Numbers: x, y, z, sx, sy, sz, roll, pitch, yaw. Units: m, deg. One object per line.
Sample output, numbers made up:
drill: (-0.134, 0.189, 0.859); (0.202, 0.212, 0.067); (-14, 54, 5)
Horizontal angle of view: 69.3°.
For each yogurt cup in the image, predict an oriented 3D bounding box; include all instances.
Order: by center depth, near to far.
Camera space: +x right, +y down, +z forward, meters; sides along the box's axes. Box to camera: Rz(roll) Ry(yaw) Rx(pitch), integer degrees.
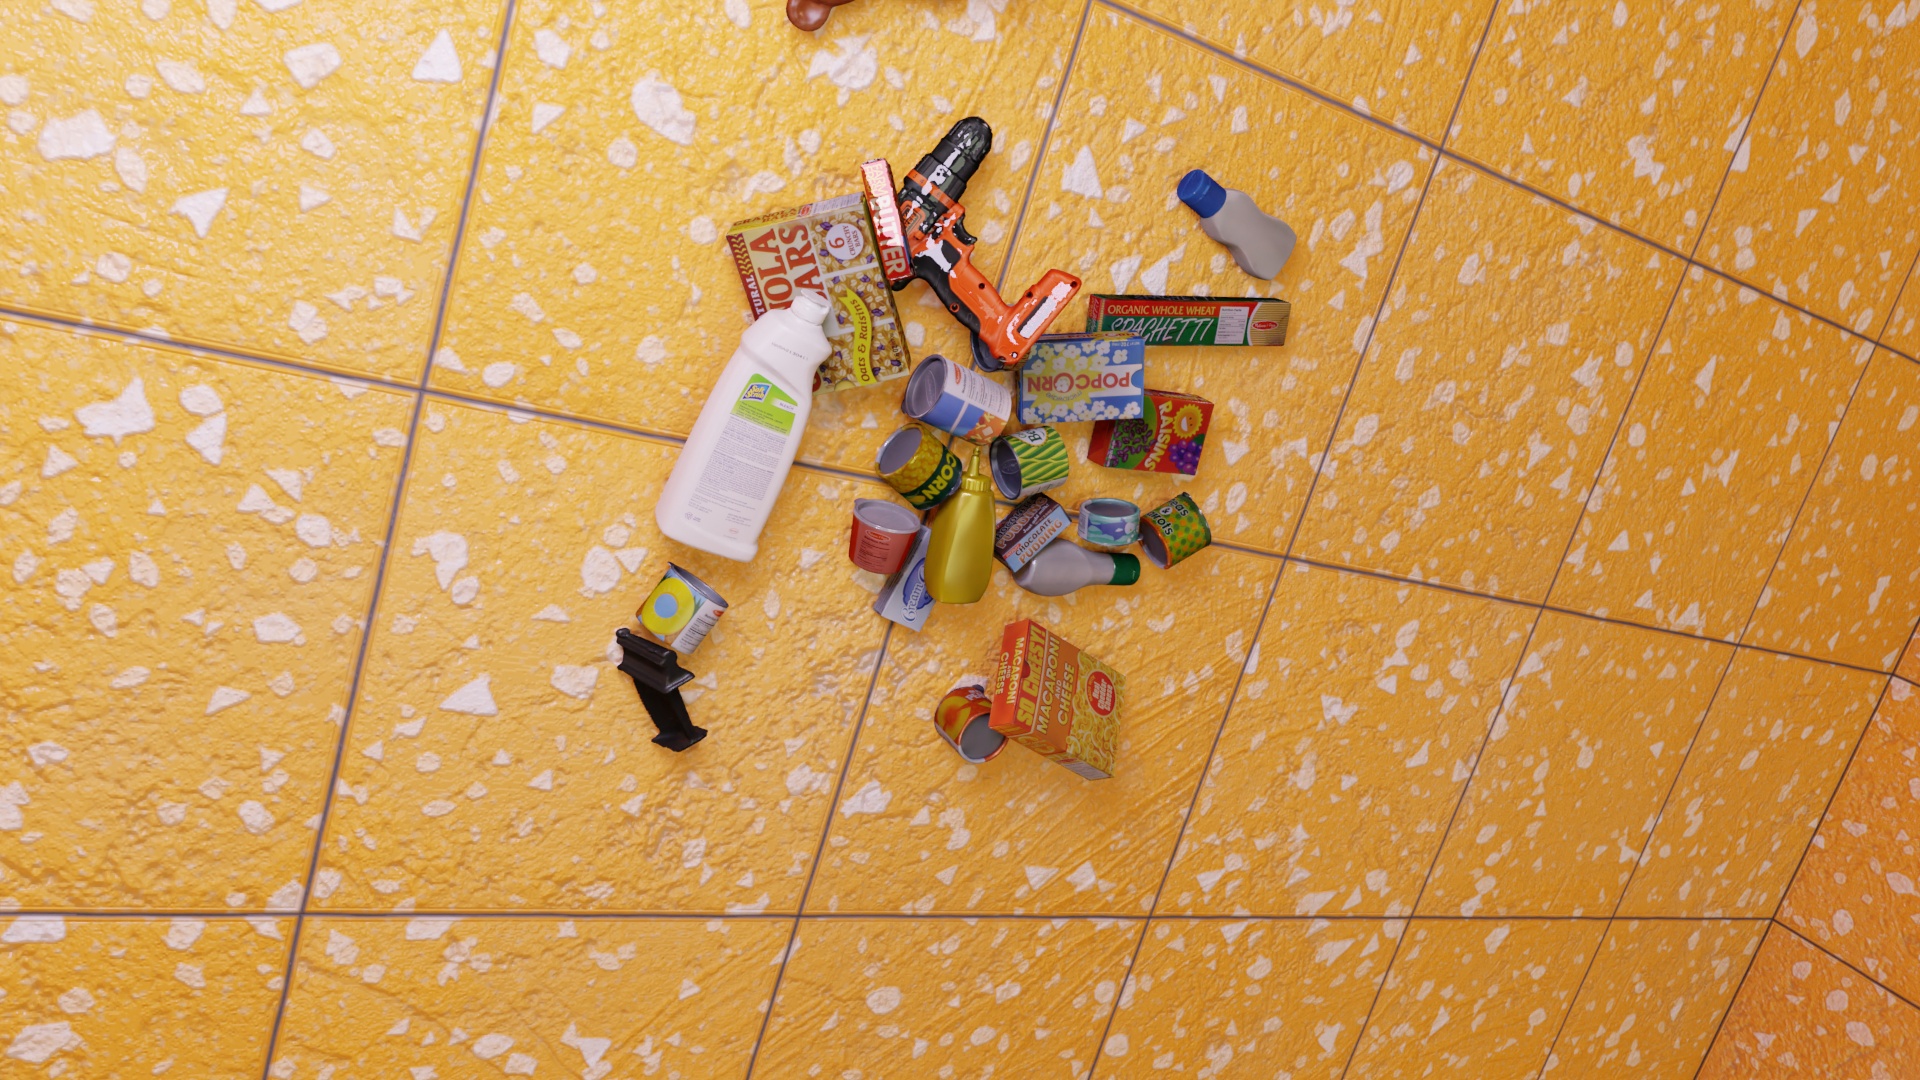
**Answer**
yogurt cup: (-0.078, -0.002, 1.369); (0.072, 0.072, 0.053); (3, 117, -30)

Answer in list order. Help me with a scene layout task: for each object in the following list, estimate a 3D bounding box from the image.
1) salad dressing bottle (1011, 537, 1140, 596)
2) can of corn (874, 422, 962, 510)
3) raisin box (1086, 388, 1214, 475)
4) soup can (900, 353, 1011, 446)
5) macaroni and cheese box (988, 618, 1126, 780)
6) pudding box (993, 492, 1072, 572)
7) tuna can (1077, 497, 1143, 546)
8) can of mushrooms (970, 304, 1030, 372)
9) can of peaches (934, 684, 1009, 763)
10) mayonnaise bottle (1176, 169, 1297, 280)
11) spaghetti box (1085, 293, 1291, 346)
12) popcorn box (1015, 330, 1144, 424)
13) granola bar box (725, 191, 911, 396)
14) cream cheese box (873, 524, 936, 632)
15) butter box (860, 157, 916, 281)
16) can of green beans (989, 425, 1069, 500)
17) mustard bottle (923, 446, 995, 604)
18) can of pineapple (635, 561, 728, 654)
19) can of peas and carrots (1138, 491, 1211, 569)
salad dressing bottle: (0.127, 0.030, 1.508); (0.148, 0.044, 0.064); (3, 108, -31)
can of corn: (-0.040, -0.072, 1.355); (0.071, 0.071, 0.058); (-50, 124, -2)
raisin box: (0.204, -0.118, 1.492); (0.123, 0.040, 0.086); (4, 107, -29)
soup can: (-0.004, -0.134, 1.355); (0.084, 0.071, 0.071); (22, 98, -34)
macaroni and cheese box: (0.110, 0.175, 1.520); (0.166, 0.040, 0.124); (32, 55, -35)
pudding box: (0.069, -0.011, 1.454); (0.084, 0.050, 0.030); (-40, 125, -8)
tuna can: (0.162, -0.020, 1.490); (0.071, 0.071, 0.032); (-8, 113, -26)
can of mushrooms: (0.040, -0.195, 1.350); (0.033, 0.071, 0.070); (-6, 113, -29)
can of peaches: (0.014, 0.198, 1.504); (0.071, 0.058, 0.071); (-11, 115, -24)
mayonnaise bottle: (0.286, -0.333, 1.449); (0.148, 0.041, 0.064); (29, 93, -33)
spaghetti box: (0.243, -0.233, 1.472); (0.251, 0.029, 0.050); (-4, 112, -28)
popcorn box: (0.119, -0.165, 1.402); (0.127, 0.038, 0.085); (-3, 112, -5)
granola bar box: (-0.124, -0.214, 1.239); (0.124, 0.039, 0.164); (-12, 119, 7)
cream cheese box: (-0.043, 0.038, 1.428); (0.053, 0.024, 0.103); (25, 96, -33)
butter box: (-0.063, -0.279, 1.215); (0.024, 0.053, 0.103); (-13, 99, 4)
can of green beans: (0.070, -0.080, 1.416); (0.058, 0.071, 0.071); (-16, 117, -23)
mustard bottle: (0.005, -0.017, 1.387); (0.065, 0.049, 0.159); (2, 106, -32)
can of pineapple: (-0.261, 0.063, 1.294); (0.071, 0.071, 0.058); (38, 90, -35)
can of peas and carrots: (0.234, -0.011, 1.535); (0.059, 0.071, 0.070); (-29, 121, -15)
